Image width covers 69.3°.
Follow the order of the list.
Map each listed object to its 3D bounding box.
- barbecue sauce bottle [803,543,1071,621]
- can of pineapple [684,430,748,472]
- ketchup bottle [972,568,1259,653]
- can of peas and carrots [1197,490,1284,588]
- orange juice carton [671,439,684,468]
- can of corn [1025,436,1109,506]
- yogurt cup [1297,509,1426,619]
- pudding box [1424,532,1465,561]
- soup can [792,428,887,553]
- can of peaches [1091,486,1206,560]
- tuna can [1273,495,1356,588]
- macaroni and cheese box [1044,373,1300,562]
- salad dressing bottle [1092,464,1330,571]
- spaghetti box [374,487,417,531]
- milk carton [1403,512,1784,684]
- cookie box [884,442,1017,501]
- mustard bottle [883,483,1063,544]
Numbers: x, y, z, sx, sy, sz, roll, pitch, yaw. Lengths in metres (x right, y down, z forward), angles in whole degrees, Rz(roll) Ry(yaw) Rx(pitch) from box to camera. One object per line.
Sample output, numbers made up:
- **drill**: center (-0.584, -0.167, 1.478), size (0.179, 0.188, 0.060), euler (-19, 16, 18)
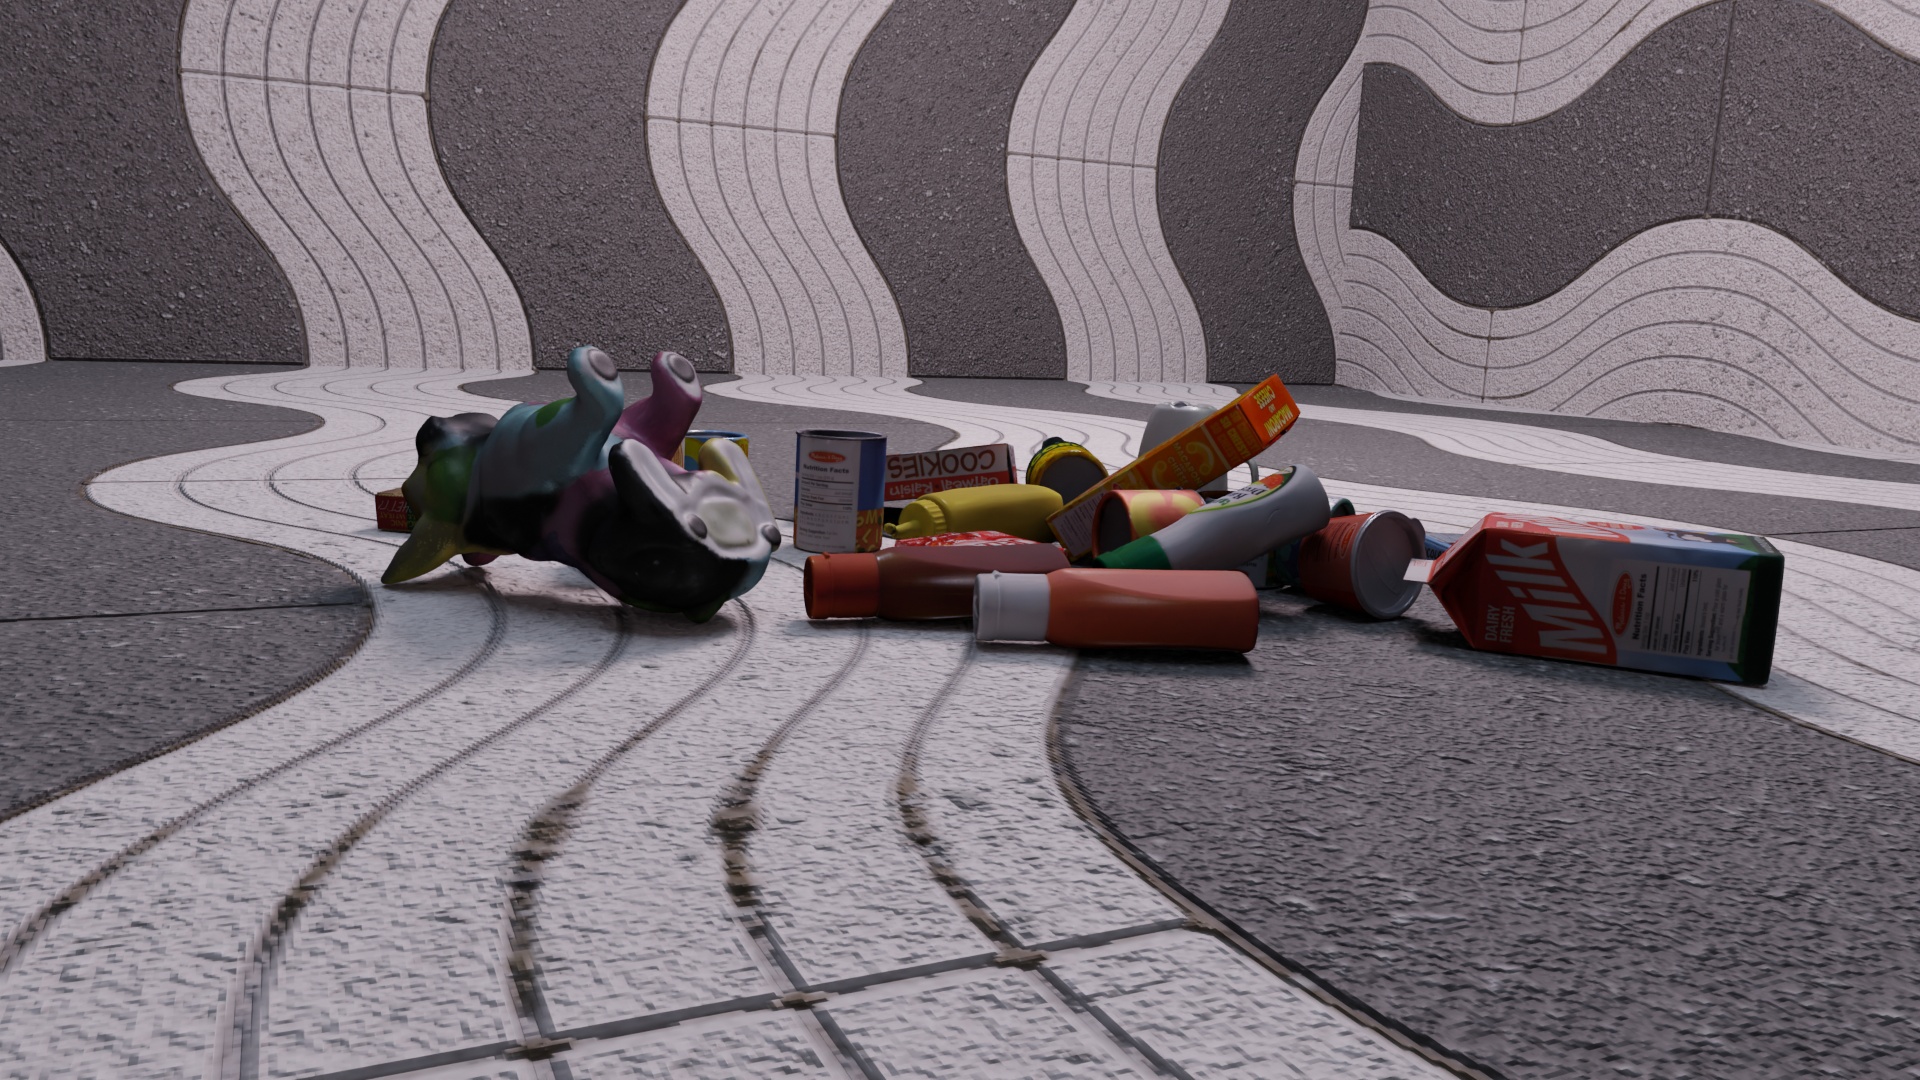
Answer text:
- **barbecue sauce bottle**: center (-0.014, 0.025, 0.798), size (0.149, 0.043, 0.065), euler (-1, 10, -16)
- **can of pineapple**: center (-0.214, -0.063, 1.194), size (0.071, 0.057, 0.071), euler (3, 10, 0)
- **ketchup bottle**: center (0.082, 0.037, 0.754), size (0.149, 0.043, 0.065), euler (2, 9, -5)
- **can of peas and carrots**: center (0.194, -0.002, 0.962), size (0.071, 0.058, 0.071), euler (3, 10, 0)
- **orange juice carton**: center (-0.280, -0.048, 1.049), size (0.072, 0.073, 0.193), euler (5, 11, 12)
- **can of corn**: center (0.090, -0.050, 1.168), size (0.071, 0.071, 0.058), euler (2, 10, -4)
- **yogurt cup**: center (0.251, 0.014, 0.878), size (0.072, 0.072, 0.054), euler (-4, 4, -34)
- **pudding box**: center (0.359, 0.016, 0.988), size (0.050, 0.030, 0.084), euler (3, 10, -7)
- **soup can**: center (-0.087, -0.037, 1.011), size (0.071, 0.083, 0.071), euler (3, 10, 0)
- **can of peaches**: center (0.125, -0.003, 0.915), size (0.058, 0.071, 0.071), euler (-1, 11, -18)
- **tuna can**: center (0.240, -0.001, 0.936), size (0.033, 0.071, 0.071), euler (11, 13, 35)
- **macaroni and cheese box**: center (0.156, -0.053, 1.005), size (0.166, 0.040, 0.124), euler (-32, 1, 29)
- **salad dressing bottle**: center (0.154, -0.001, 0.857), size (0.148, 0.044, 0.064), euler (-23, 6, -12)
- **spaghetti box**: center (-0.369, -0.040, 1.103), size (0.050, 0.028, 0.251), euler (5, 10, 10)
- **milk carton**: center (0.356, 0.027, 0.798), size (0.190, 0.073, 0.072), euler (6, 10, 21)
- **cookie box**: center (-0.038, -0.054, 1.155), size (0.167, 0.040, 0.123), euler (-5, 3, 4)
- **mustard bottle**: center (0.004, -0.012, 0.997), size (0.161, 0.048, 0.065), euler (-8, 11, -43)
